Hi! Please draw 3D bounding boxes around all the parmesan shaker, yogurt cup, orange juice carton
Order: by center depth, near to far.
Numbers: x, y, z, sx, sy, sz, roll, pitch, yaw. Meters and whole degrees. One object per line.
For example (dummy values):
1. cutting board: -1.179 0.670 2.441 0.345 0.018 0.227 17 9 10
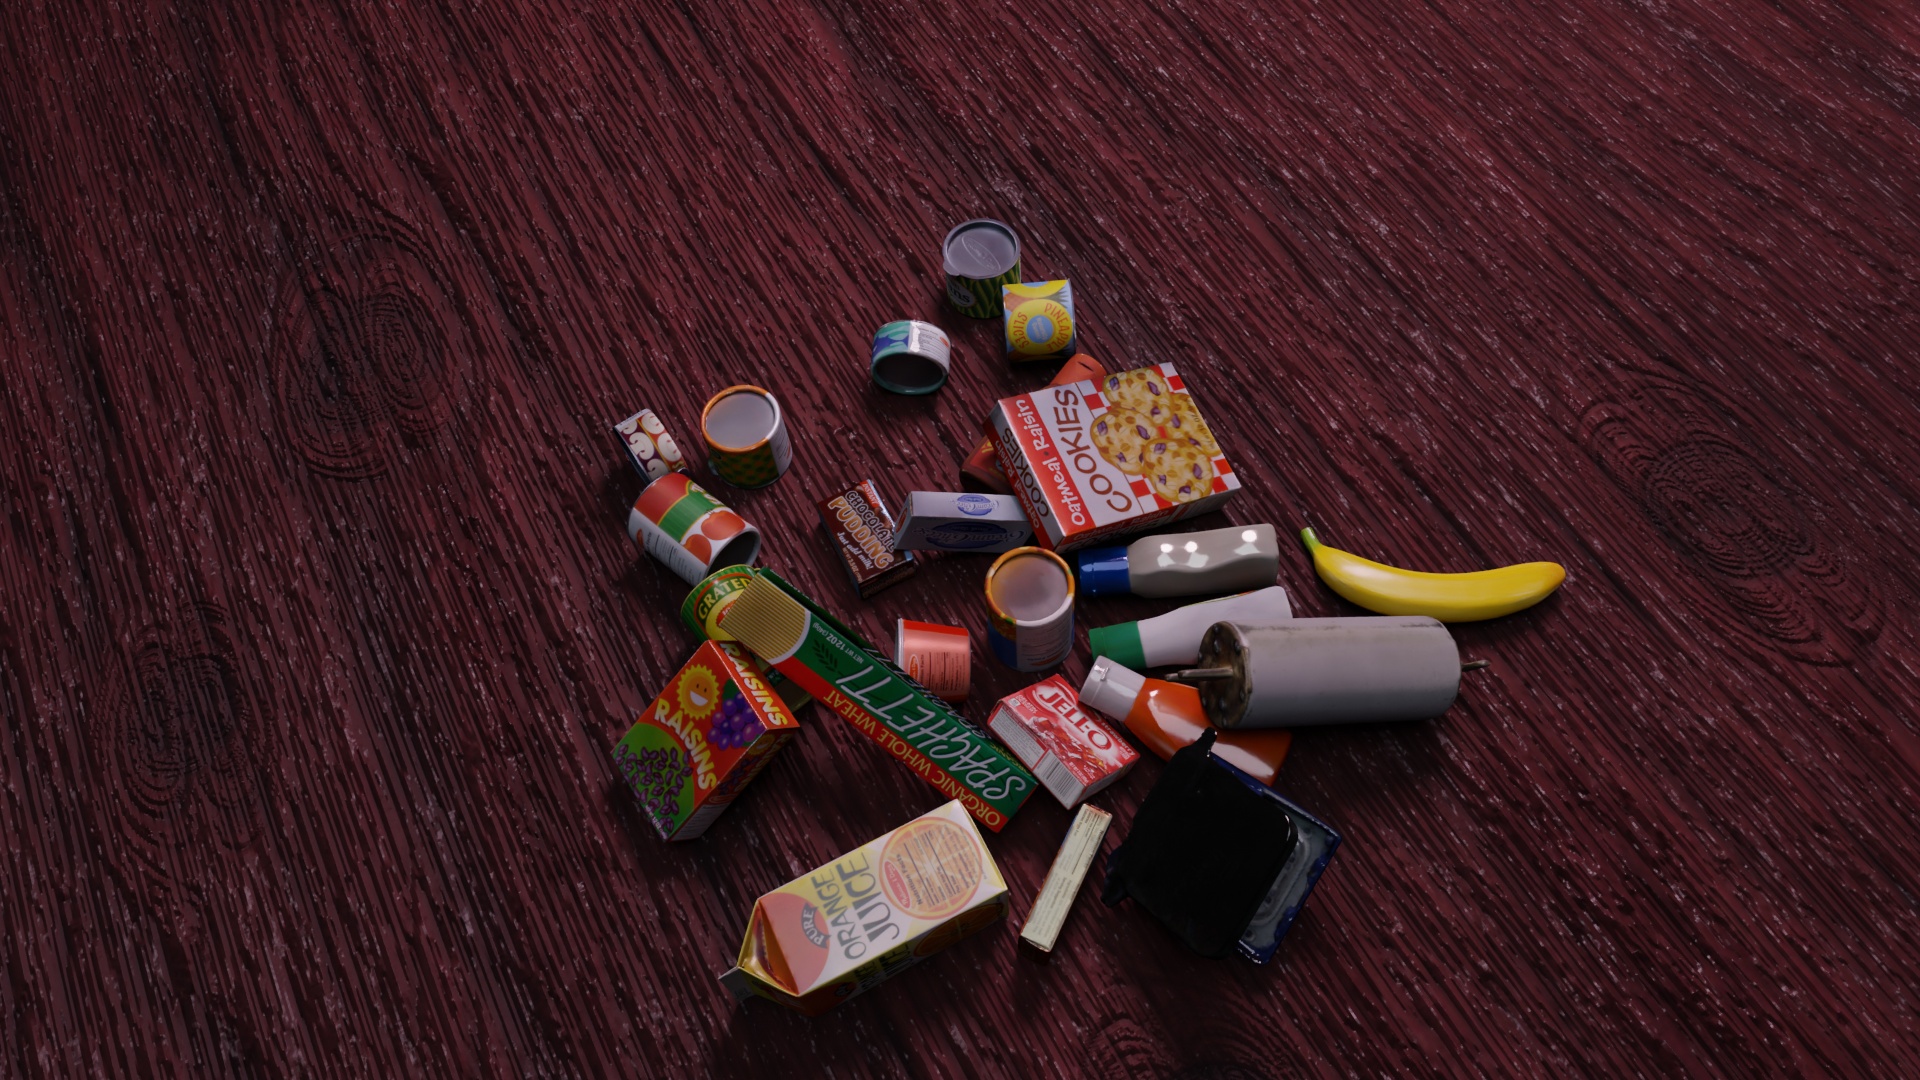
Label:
1. orange juice carton: -0.068 0.256 0.933 0.193 0.071 0.073 -25 63 -10
2. yogurt cup: -0.021 0.092 1.026 0.054 0.072 0.073 2 61 -5
3. parmesan shaker: -0.152 0.076 1.039 0.071 0.071 0.103 -34 65 -14

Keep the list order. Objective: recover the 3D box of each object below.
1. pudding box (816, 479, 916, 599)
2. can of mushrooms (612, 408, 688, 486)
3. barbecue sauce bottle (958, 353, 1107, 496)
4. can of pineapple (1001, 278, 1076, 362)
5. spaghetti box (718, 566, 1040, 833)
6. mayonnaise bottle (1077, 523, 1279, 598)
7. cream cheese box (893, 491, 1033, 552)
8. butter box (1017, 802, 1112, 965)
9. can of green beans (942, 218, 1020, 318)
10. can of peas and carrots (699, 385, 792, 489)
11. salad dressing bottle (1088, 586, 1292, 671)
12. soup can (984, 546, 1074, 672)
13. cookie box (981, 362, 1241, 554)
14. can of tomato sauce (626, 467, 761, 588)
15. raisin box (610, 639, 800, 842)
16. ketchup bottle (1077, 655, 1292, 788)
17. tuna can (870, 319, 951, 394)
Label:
1. pudding box: -0.074 -0.001 1.097 0.050 0.030 0.084 -24 63 -11
2. can of mushrooms: -0.249 -0.070 1.125 0.033 0.070 0.071 -33 65 -15
3. barbecue sauce bottle: 0.065 -0.089 1.130 0.065 0.043 0.149 33 68 13
4. can of pineapple: 0.066 -0.184 1.167 0.058 0.070 0.071 -5 61 2
5. spaghetti box: -0.055 0.112 0.977 0.250 0.029 0.050 37 99 -2
6. mayonnaise bottle: 0.164 0.018 1.057 0.148 0.064 0.041 -5 62 5
7. cream cheese box: 0.004 -0.013 1.069 0.104 0.053 0.024 2 61 -18
8. butter box: 0.071 0.234 0.948 0.024 0.053 0.104 24 66 12
9. can of green beans: 0.019 -0.235 1.203 0.071 0.057 0.071 -1 62 2
10. can of peas and carrots: -0.177 -0.084 1.132 0.071 0.058 0.071 -1 61 3
11. salad dressing bottle: 0.170 0.070 1.030 0.148 0.064 0.044 -12 71 5
12. soup can: 0.051 0.049 1.032 0.071 0.083 0.071 -2 61 3
13. cookie box: 0.117 -0.065 1.081 0.168 0.040 0.123 -15 68 -26
14. can of tomato sauce: -0.207 -0.006 1.087 0.083 0.071 0.071 35 69 19
15. raisin box: -0.182 0.142 0.986 0.123 0.040 0.086 -48 63 18
16. ketchup bottle: 0.158 0.131 0.993 0.149 0.043 0.065 27 63 8
17. tuna can: -0.043 -0.151 1.159 0.071 0.070 0.033 2 63 4
